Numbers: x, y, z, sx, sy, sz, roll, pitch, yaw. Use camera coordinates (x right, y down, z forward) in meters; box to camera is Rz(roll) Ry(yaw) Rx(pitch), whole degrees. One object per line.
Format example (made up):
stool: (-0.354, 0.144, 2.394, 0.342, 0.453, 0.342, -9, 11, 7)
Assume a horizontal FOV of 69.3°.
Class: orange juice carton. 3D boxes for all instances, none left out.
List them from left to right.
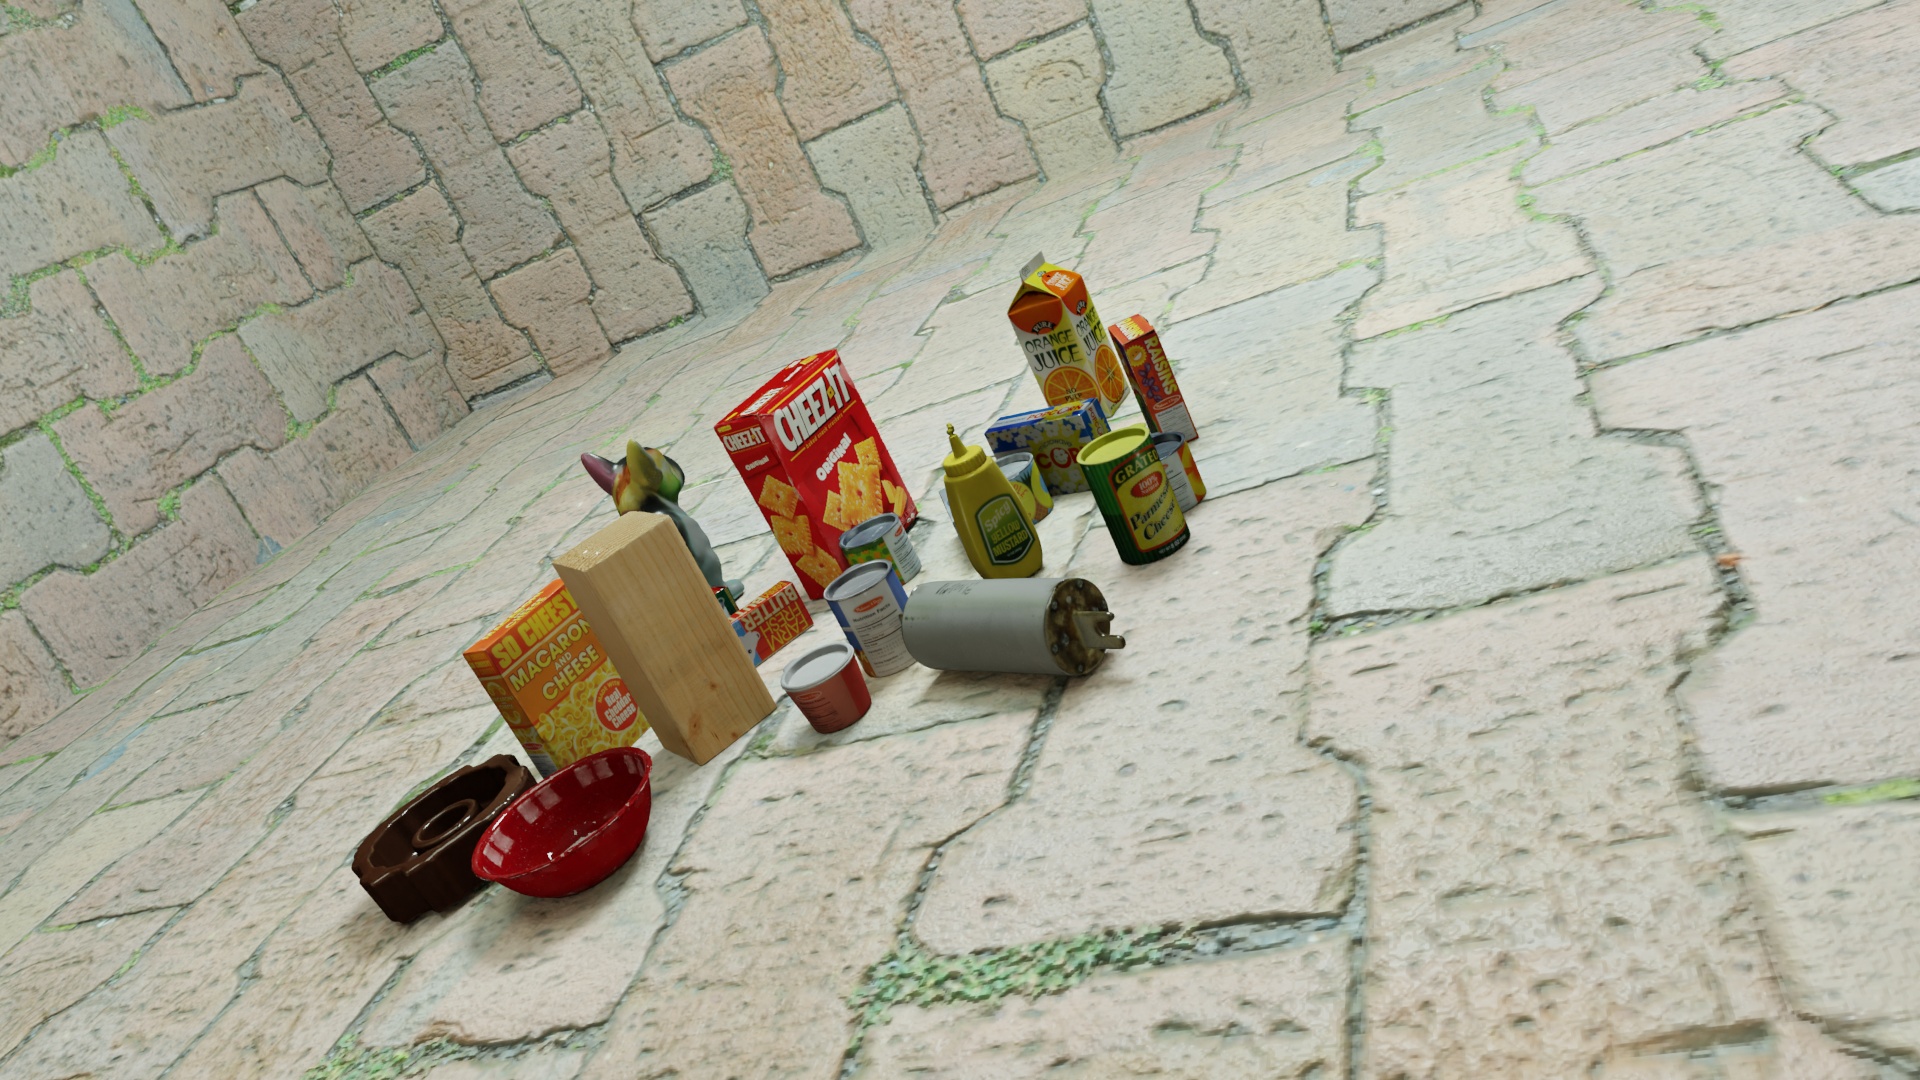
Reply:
orange juice carton: (0.116, -0.231, 1.575, 0.073, 0.192, 0.072, -12, 24, 33)

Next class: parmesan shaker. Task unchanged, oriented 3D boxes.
parmesan shaker: (0.152, -0.040, 1.198, 0.071, 0.102, 0.071, -23, 20, 9)

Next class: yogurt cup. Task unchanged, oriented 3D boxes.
yogurt cup: (-0.111, 0.126, 1.175, 0.072, 0.053, 0.073, -23, 21, 9)

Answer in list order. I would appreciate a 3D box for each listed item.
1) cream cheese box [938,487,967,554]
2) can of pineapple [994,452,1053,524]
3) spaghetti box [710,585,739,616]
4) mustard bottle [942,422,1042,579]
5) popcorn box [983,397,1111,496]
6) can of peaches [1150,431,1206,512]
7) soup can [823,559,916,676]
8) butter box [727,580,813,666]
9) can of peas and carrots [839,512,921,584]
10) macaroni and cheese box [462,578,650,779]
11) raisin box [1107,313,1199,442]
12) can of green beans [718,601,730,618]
cream cheese box: (0.005, -0.017, 1.387, 0.024, 0.053, 0.104, -26, 20, 0)
can of pineapple: (0.053, -0.047, 1.397, 0.071, 0.057, 0.071, -23, 20, 9)
spaghetti box: (-0.329, 0.134, 1.418, 0.251, 0.050, 0.028, -38, 23, -30)
mustard bottle: (0.020, -0.034, 1.258, 0.065, 0.159, 0.049, -32, 21, -17)
popcorn box: (0.096, -0.091, 1.414, 0.126, 0.085, 0.038, -8, 27, 40)
can of peaches: (0.185, -0.060, 1.273, 0.071, 0.058, 0.071, -23, 20, 9)
soup can: (-0.074, 0.068, 1.230, 0.071, 0.083, 0.071, -23, 20, 9)
butter box: (-0.199, 0.088, 1.371, 0.104, 0.053, 0.024, -37, 23, -27)
can of peas and carrots: (-0.083, 0.014, 1.406, 0.071, 0.058, 0.071, -23, 20, 9)
macaroni and cheese box: (-0.368, 0.136, 1.293, 0.040, 0.166, 0.124, -10, 25, 37)
raisin box: (0.196, -0.162, 1.413, 0.040, 0.123, 0.086, -24, 20, 5)
can of green beans: (-0.253, 0.103, 1.393, 0.071, 0.057, 0.071, -23, 21, 9)
